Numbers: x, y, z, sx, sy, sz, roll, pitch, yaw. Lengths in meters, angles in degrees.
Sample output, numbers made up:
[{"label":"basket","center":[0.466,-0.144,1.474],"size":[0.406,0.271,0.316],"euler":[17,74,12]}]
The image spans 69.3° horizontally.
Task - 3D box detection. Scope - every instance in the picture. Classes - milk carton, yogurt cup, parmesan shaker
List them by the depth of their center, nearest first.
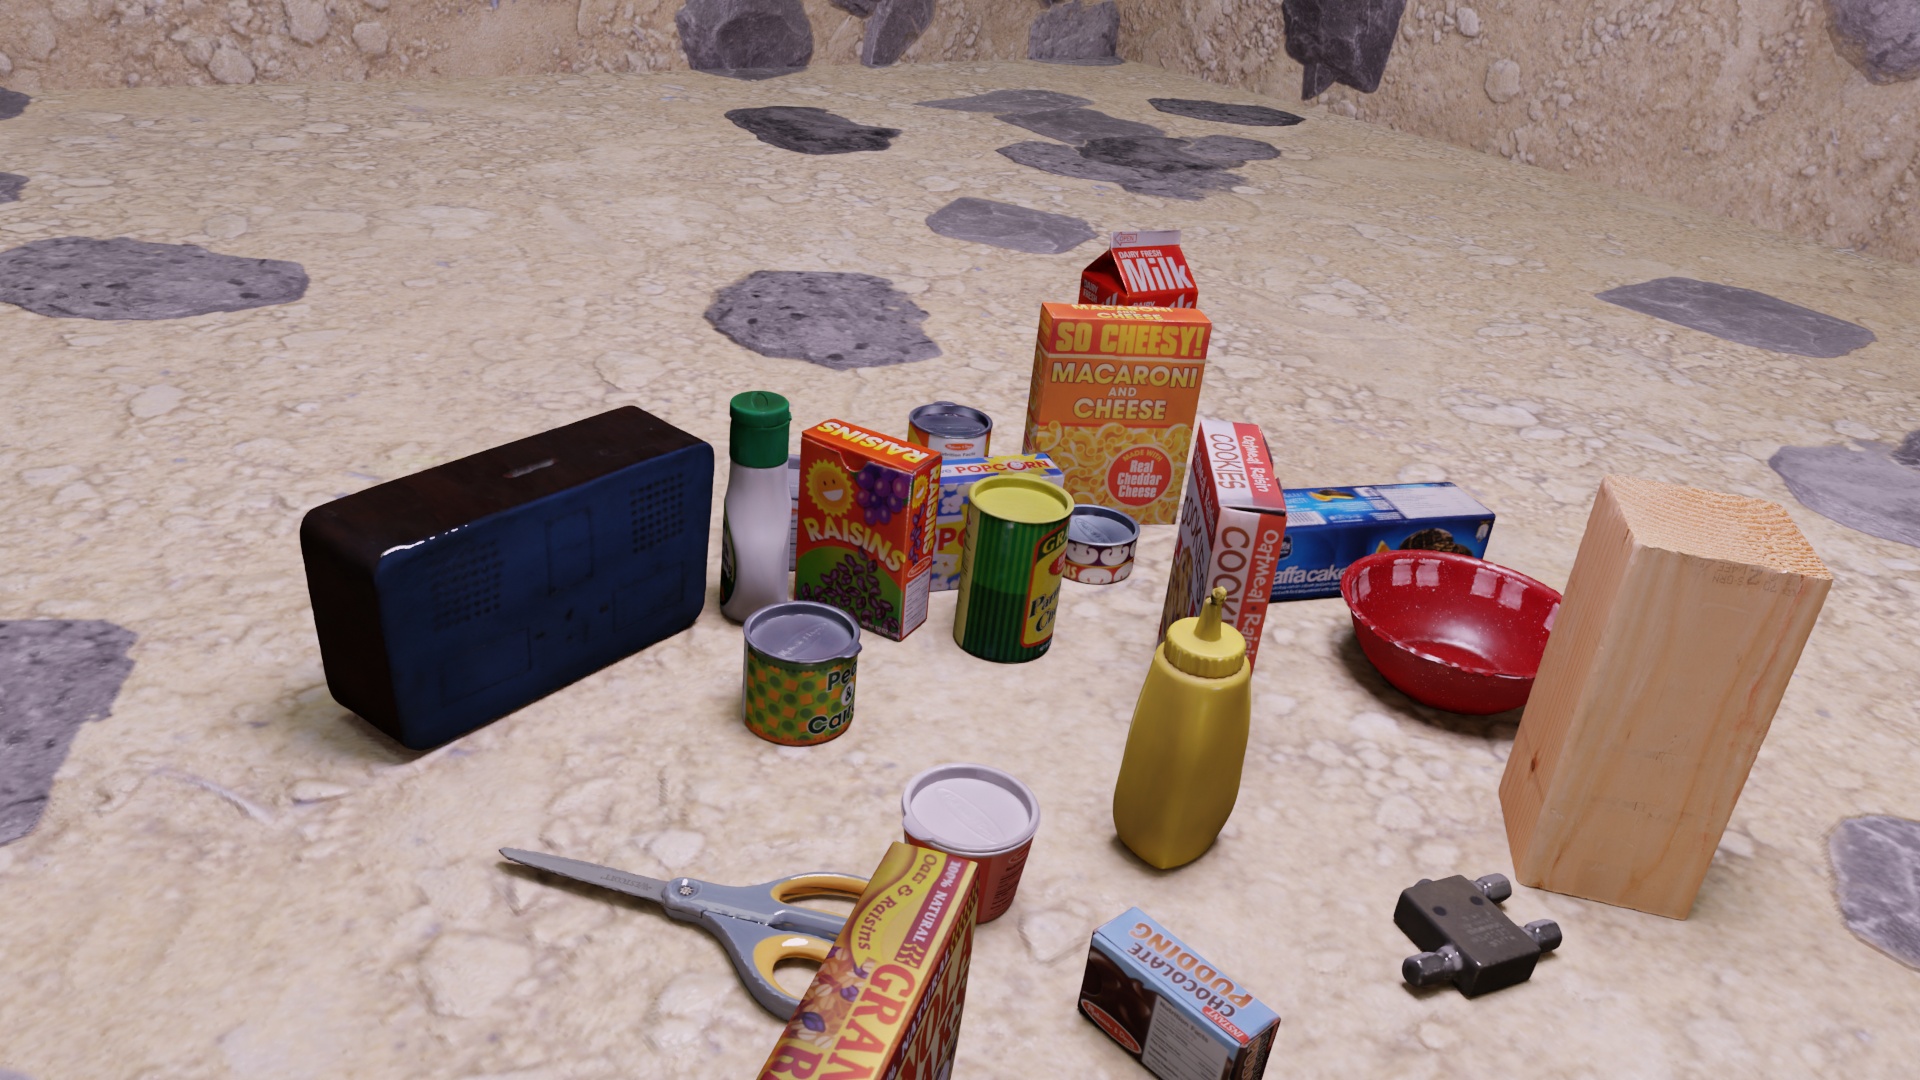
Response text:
[{"label":"yogurt cup","center":[0.003,0.150,0.681],"size":[0.072,0.053,0.073],"euler":[5,27,-3]},{"label":"parmesan shaker","center":[0.034,0.017,0.888],"size":[0.071,0.102,0.071],"euler":[5,27,-3]},{"label":"milk carton","center":[0.143,-0.168,1.169],"size":[0.072,0.189,0.073],"euler":[-9,31,-27]}]

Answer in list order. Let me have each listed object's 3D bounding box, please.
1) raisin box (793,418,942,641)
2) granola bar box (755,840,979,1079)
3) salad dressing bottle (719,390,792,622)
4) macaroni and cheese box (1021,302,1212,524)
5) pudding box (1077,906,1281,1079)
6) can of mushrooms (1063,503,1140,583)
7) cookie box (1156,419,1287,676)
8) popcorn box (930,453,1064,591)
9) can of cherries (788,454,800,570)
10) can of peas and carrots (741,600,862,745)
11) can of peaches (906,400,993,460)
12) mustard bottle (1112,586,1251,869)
[{"label":"raisin box","center":[-0.061,-0.007,0.892],"size":[0.086,0.122,0.040],"euler":[20,30,24]},{"label":"granola bar box","center":[-0.039,0.206,0.489],"size":[0.039,0.123,0.166],"euler":[13,28,13]},{"label":"salad dressing bottle","center":[-0.129,-0.021,0.877],"size":[0.044,0.147,0.064],"euler":[0,28,-12]},{"label":"macaroni and cheese box","center":[0.113,-0.094,1.049],"size":[0.124,0.165,0.040],"euler":[0,28,-12]},{"label":"pudding box","center":[0.092,0.204,0.601],"size":[0.030,0.049,0.084],"euler":[-19,37,-40]},{"label":"can of mushrooms","center":[0.093,0.002,1.004],"size":[0.071,0.033,0.071],"euler":[5,28,-3]},{"label":"cookie box","center":[0.152,0.028,0.823],"size":[0.040,0.166,0.123],"euler":[7,27,0]},{"label":"popcorn box","center":[0.003,-0.012,0.956],"size":[0.127,0.084,0.038],"euler":[-5,29,-21]},{"label":"can of cherries","center":[-0.120,-0.020,0.975],"size":[0.071,0.058,0.072],"euler":[5,27,-3]},{"label":"can of peas and carrots","center":[-0.090,0.076,0.797],"size":[0.071,0.058,0.071],"euler":[5,27,-3]},{"label":"can of peaches","center":[-0.010,-0.070,1.093],"size":[0.071,0.057,0.071],"euler":[5,27,-3]},{"label":"mustard bottle","center":[0.117,0.090,0.706],"size":[0.065,0.159,0.049],"euler":[-19,36,-40]}]
